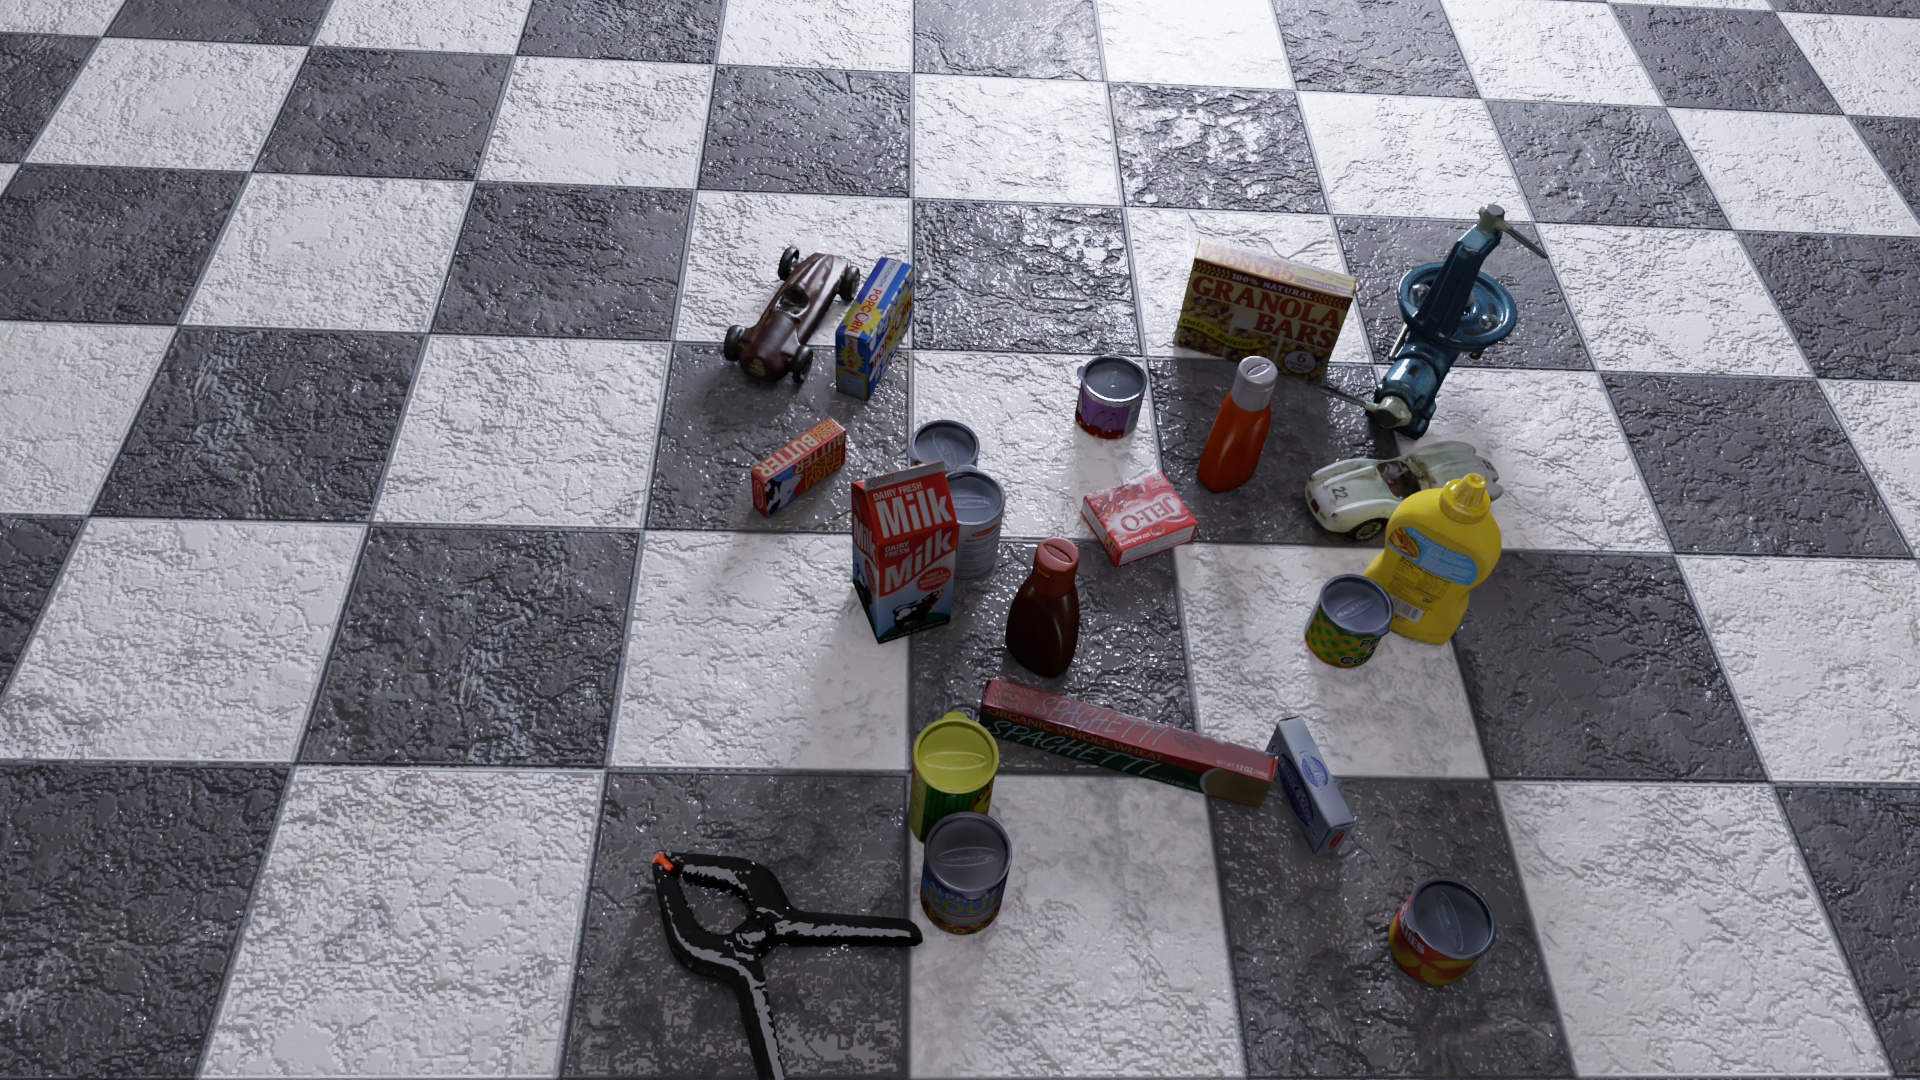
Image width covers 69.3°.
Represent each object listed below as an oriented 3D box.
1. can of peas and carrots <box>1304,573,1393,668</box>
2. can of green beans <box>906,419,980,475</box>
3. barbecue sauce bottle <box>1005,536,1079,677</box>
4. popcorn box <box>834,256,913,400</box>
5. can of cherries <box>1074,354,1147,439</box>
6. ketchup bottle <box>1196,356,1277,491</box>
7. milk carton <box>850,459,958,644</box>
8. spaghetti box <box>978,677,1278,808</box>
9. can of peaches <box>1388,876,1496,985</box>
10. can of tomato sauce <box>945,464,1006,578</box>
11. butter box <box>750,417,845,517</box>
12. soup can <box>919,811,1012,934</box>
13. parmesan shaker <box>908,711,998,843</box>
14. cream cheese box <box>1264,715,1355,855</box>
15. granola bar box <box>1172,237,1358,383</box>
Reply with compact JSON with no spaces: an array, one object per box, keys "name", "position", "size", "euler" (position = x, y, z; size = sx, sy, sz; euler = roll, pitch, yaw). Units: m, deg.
[{"name":"can of peas and carrots","position":[0.351,0.075,1.252],"size":[0.071,0.058,0.071],"euler":[2,52,-3]},{"name":"can of green beans","position":[-0.016,-0.073,1.338],"size":[0.071,0.057,0.071],"euler":[2,52,-3]},{"name":"barbecue sauce bottle","position":[0.074,0.056,1.187],"size":[0.065,0.147,0.044],"euler":[35,58,21]},{"name":"popcorn box","position":[-0.088,-0.219,1.428],"size":[0.038,0.084,0.127],"euler":[18,53,9]},{"name":"can of cherries","position":[0.149,-0.146,1.407],"size":[0.071,0.058,0.072],"euler":[2,52,-3]},{"name":"ketchup bottle","position":[0.270,-0.112,1.334],"size":[0.065,0.148,0.043],"euler":[-28,59,-23]},{"name":"milk carton","position":[-0.050,0.001,1.193],"size":[0.072,0.189,0.074],"euler":[-15,55,-16]},{"name":"spaghetti box","position":[0.136,0.170,1.165],"size":[0.250,0.050,0.029],"euler":[14,53,7]},{"name":"can of peaches","position":[0.369,0.303,1.076],"size":[0.071,0.057,0.071],"euler":[2,52,-3]},{"name":"can of tomato sauce","position":[0.005,-0.016,1.279],"size":[0.071,0.082,0.071],"euler":[2,52,-3]},{"name":"butter box","position":[-0.154,-0.071,1.327],"size":[0.024,0.052,0.104],"euler":[39,59,23]},{"name":"soup can","position":[0.003,0.258,1.064],"size":[0.071,0.083,0.072],"euler":[2,52,-3]},{"name":"parmesan shaker","position":[-0.007,0.192,1.102],"size":[0.071,0.102,0.072],"euler":[2,52,-3]},{"name":"cream cheese box","position":[0.287,0.203,1.150],"size":[0.024,0.053,0.104],"euler":[-11,54,-13]},{"name":"granola bar box","position":[0.315,-0.239,1.452],"size":[0.166,0.123,0.039],"euler":[16,53,8]}]
